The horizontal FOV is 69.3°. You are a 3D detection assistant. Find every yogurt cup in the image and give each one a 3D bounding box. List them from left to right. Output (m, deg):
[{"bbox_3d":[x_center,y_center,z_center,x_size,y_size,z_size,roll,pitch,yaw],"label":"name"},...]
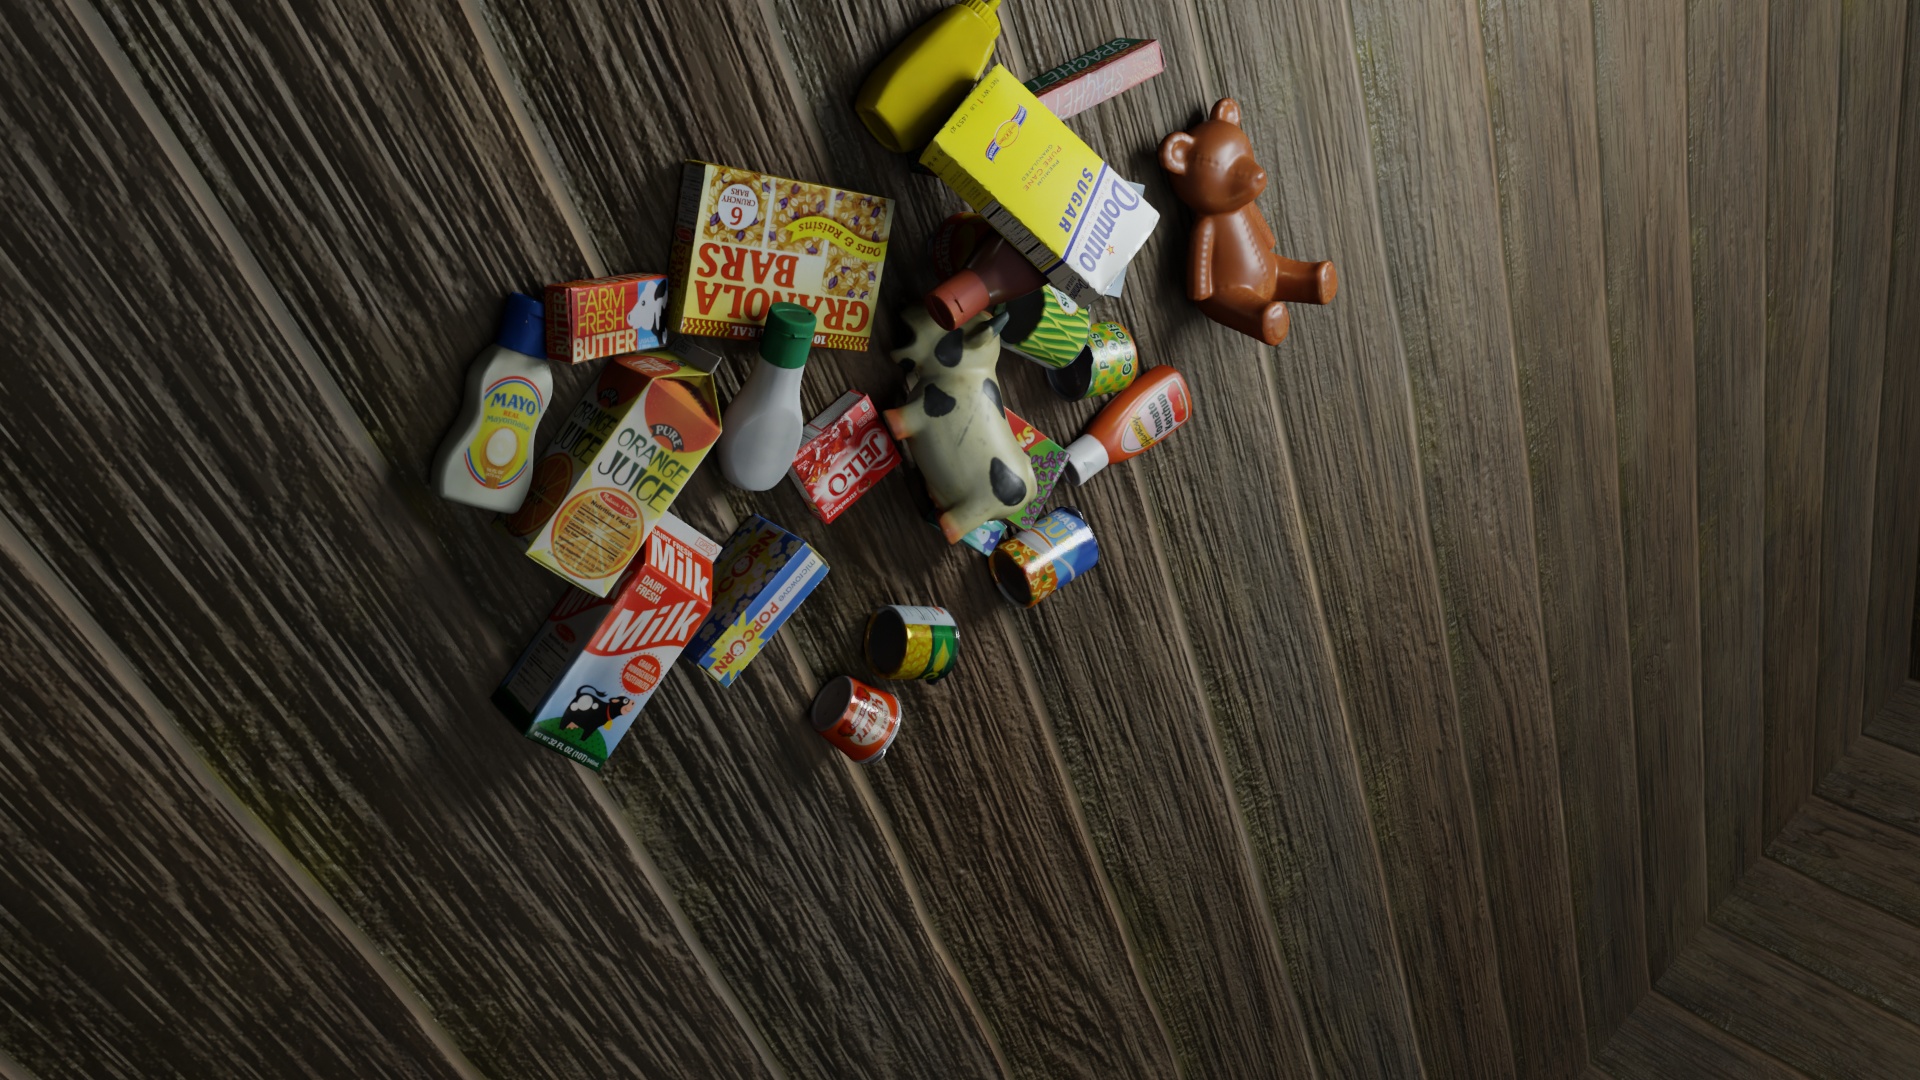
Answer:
[{"bbox_3d":[-0.094,0.154,1.215,0.054,0.072,0.072,36,83,-33],"label":"yogurt cup"}]

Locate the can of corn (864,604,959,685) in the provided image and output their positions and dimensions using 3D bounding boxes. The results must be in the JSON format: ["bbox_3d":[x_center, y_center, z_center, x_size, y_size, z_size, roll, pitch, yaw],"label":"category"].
[{"bbox_3d":[-0.044,0.093,1.228,0.058,0.071,0.071,6,103,-39],"label":"can of corn"}]

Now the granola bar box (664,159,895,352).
[{"bbox_3d":[-0.138,-0.213,1.056,0.166,0.039,0.124,0,107,-39],"label":"granola bar box"}]

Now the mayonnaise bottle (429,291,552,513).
[{"bbox_3d":[-0.315,-0.096,0.958,0.065,0.041,0.148,15,97,-39],"label":"mayonnaise bottle"}]

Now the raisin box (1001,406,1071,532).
[{"bbox_3d":[0.032,-0.072,1.245,0.123,0.040,0.086,31,87,-42],"label":"raisin box"}]

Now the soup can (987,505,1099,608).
[{"bbox_3d":[0.077,0.014,1.294,0.084,0.071,0.071,-31,124,-25],"label":"soup can"}]

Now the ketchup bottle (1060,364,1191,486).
[{"bbox_3d":[0.154,-0.106,1.326,0.149,0.043,0.064,-36,126,-22],"label":"ketchup bottle"}]

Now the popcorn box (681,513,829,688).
[{"bbox_3d":[-0.174,0.045,1.095,0.127,0.085,0.038,-49,131,-13],"label":"popcorn box"}]

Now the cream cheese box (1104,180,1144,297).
[{"bbox_3d":[0.130,-0.275,1.255,0.053,0.024,0.103,2,105,-37],"label":"cream cheese box"}]

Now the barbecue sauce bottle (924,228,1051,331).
[{"bbox_3d":[0.038,-0.221,1.110,0.149,0.043,0.064,-38,115,-21],"label":"barbecue sauce bottle"}]

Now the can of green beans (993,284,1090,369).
[{"bbox_3d":[0.070,-0.189,1.212,0.058,0.071,0.071,19,94,-41],"label":"can of green beans"}]

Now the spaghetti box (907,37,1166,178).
[{"bbox_3d":[0.066,-0.362,1.153,0.251,0.050,0.028,-33,126,-25],"label":"spaghetti box"}]

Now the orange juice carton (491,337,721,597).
[{"bbox_3d":[-0.244,-0.063,1.007,0.073,0.072,0.193,40,81,-41],"label":"orange juice carton"}]

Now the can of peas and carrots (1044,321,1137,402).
[{"bbox_3d":[0.119,-0.164,1.258,0.059,0.071,0.070,-16,116,-34],"label":"can of peas and carrots"}]

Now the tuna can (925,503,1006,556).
[{"bbox_3d":[0.004,-0.015,1.224,0.071,0.071,0.033,33,86,-41],"label":"tuna can"}]

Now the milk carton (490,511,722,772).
[{"bbox_3d":[-0.258,0.068,1.045,0.072,0.073,0.191,39,81,-40],"label":"milk carton"}]

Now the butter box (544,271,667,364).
[{"bbox_3d":[-0.246,-0.157,0.974,0.104,0.024,0.053,-27,126,-58],"label":"butter box"}]

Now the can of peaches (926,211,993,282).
[{"bbox_3d":[0.017,-0.237,1.157,0.071,0.058,0.071,-15,116,-34],"label":"can of peaches"}]

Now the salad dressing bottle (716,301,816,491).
[{"bbox_3d":[-0.144,-0.109,1.056,0.064,0.044,0.147,-2,128,-34],"label":"salad dressing bottle"}]

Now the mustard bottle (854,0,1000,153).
[{"bbox_3d":[-0.013,-0.376,1.086,0.160,0.049,0.065,-50,129,-13],"label":"mustard bottle"}]
